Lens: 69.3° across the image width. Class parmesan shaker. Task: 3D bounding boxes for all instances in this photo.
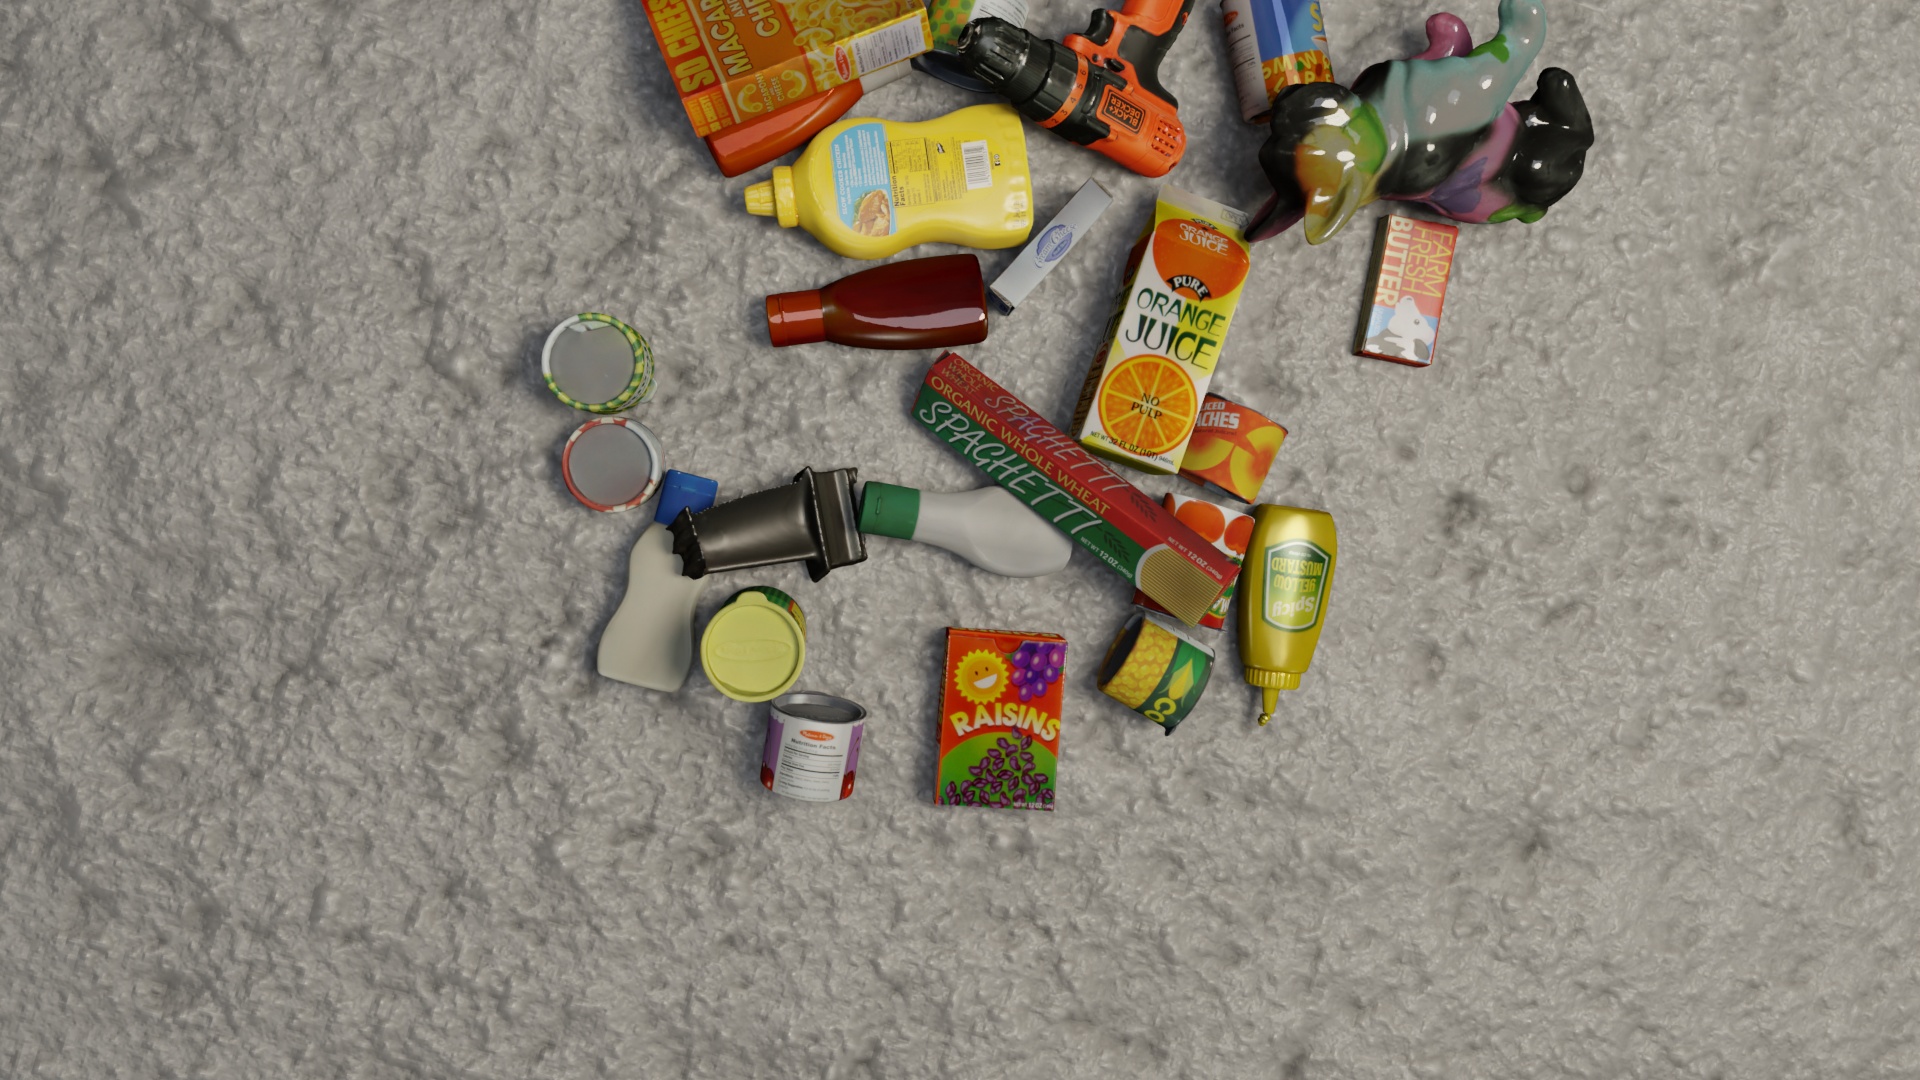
[{"bbox_3d":[-0.136,0.064,0.933,0.071,0.103,0.071,0,94,-5],"label":"parmesan shaker"}]

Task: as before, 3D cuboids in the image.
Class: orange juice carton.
[{"bbox_3d":[0.141,-0.146,0.963,0.072,0.073,0.192,19,91,-6],"label":"orange juice carton"}]

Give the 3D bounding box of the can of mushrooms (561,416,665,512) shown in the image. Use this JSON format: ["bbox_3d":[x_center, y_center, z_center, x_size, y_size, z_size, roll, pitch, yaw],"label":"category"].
[{"bbox_3d":[-0.240,-0.051,0.953,0.071,0.033,0.071,0,93,-6],"label":"can of mushrooms"}]

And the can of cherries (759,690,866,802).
[{"bbox_3d":[-0.102,0.141,0.958,0.071,0.071,0.058,8,99,-6],"label":"can of cherries"}]

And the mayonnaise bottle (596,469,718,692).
[{"bbox_3d":[-0.203,0.026,0.957,0.065,0.041,0.148,15,90,-7],"label":"mayonnaise bottle"}]

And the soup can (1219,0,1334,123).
[{"bbox_3d":[0.224,-0.341,0.964,0.071,0.071,0.083,-13,95,-4],"label":"soup can"}]

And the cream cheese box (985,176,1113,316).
[{"bbox_3d":[0.060,-0.202,0.963,0.024,0.053,0.104,42,89,-4],"label":"cream cheese box"}]

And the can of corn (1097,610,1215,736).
[{"bbox_3d":[0.136,0.093,0.977,0.058,0.071,0.071,30,90,-5],"label":"can of corn"}]

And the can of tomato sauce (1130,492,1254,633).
[{"bbox_3d":[0.165,0.015,0.975,0.071,0.071,0.083,17,91,-6],"label":"can of tomato sauce"}]

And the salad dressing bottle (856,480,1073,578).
[{"bbox_3d":[0.003,-0.012,0.966,0.148,0.044,0.064,10,85,-10],"label":"salad dressing bottle"}]

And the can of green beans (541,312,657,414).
[{"bbox_3d":[-0.243,-0.119,0.937,0.071,0.058,0.071,0,93,-5],"label":"can of green beans"}]

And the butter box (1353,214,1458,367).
[{"bbox_3d":[0.321,-0.180,1.002,0.053,0.024,0.103,11,92,-5],"label":"butter box"}]

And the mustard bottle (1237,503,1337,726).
[{"bbox_3d":[0.229,0.055,0.993,0.065,0.049,0.160,6,92,-4],"label":"mustard bottle"}]

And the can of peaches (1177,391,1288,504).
[{"bbox_3d":[0.185,-0.065,0.973,0.071,0.071,0.058,25,92,-6],"label":"can of peaches"}]

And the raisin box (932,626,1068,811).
[{"bbox_3d":[0.027,0.125,0.983,0.086,0.040,0.123,5,92,-5],"label":"raisin box"}]

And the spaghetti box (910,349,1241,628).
[{"bbox_3d":[0.073,-0.036,0.937,0.250,0.049,0.029,38,47,12],"label":"spaghetti box"}]

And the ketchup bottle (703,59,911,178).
[{"bbox_3d":[-0.107,-0.305,0.947,0.149,0.043,0.065,-26,83,-4],"label":"ketchup bottle"}]

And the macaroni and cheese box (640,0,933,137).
[{"bbox_3d":[-0.118,-0.348,0.919,0.166,0.040,0.124,-22,63,-3],"label":"macaroni and cheese box"}]

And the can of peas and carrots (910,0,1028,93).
[{"bbox_3d":[0.005,-0.346,0.946,0.071,0.071,0.058,19,91,-6],"label":"can of peas and carrots"}]

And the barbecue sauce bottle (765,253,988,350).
[{"bbox_3d":[-0.058,-0.159,0.956,0.149,0.043,0.065,-7,65,-4],"label":"barbecue sauce bottle"}]
